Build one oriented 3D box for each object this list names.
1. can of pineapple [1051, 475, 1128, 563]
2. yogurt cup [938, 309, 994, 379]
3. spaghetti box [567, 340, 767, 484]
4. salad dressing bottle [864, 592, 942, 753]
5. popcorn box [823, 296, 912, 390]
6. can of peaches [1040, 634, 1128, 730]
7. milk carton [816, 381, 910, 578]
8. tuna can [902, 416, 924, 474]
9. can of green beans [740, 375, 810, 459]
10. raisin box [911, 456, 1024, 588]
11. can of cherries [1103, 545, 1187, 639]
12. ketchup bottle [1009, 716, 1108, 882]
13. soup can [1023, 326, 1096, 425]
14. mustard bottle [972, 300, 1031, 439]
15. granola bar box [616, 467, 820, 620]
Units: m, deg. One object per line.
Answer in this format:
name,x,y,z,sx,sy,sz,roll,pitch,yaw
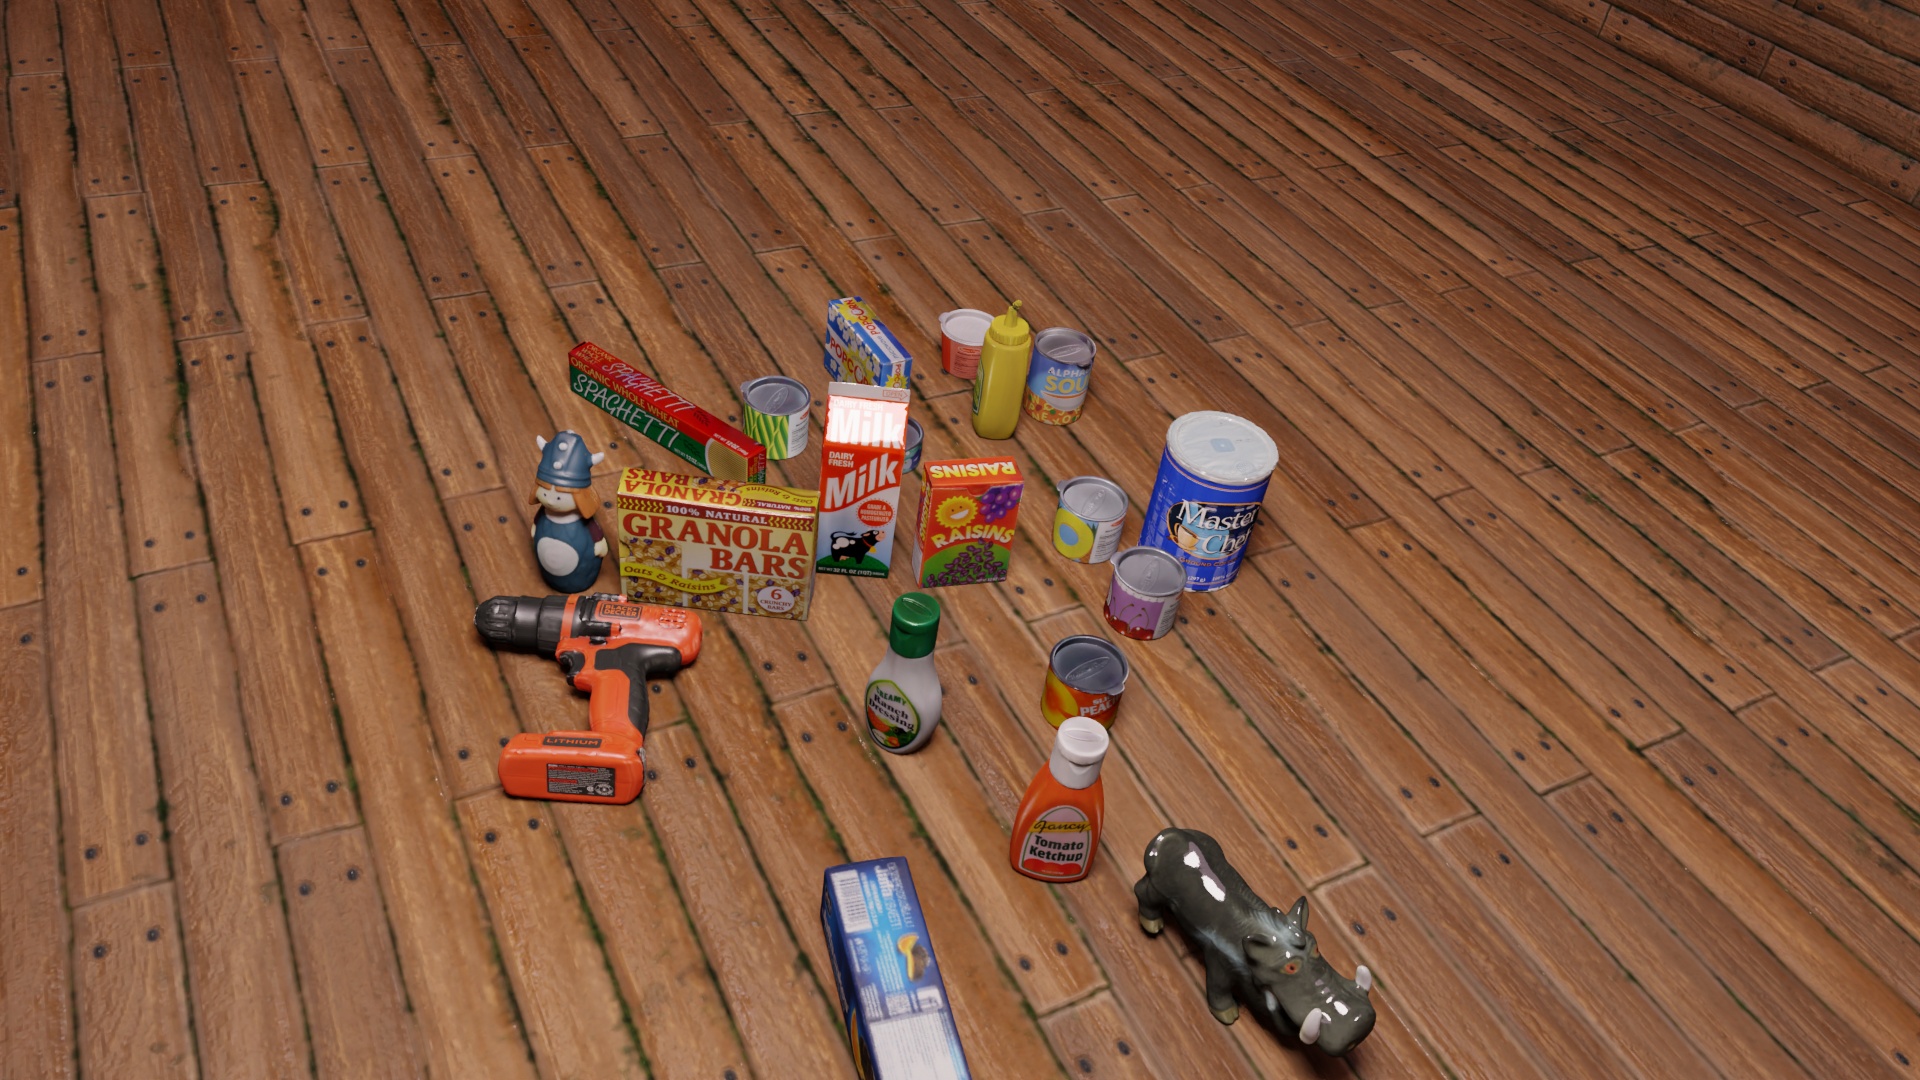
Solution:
can of pineapple,0.122,-0.021,1.329,0.071,0.057,0.071,5,41,-5
yogurt cup,0.010,-0.215,1.531,0.072,0.053,0.073,5,41,-5
spaghetti box,-0.293,-0.123,1.374,0.250,0.049,0.029,30,45,22
salad dressing bottle,-0.042,0.104,1.089,0.064,0.146,0.044,29,45,21
popcorn box,-0.098,-0.187,1.456,0.038,0.084,0.127,-16,47,-26
can of peaches,0.104,0.123,1.162,0.071,0.057,0.071,5,41,-5
milk carton,-0.089,-0.061,1.235,0.072,0.189,0.074,5,41,-5
tuna can,-0.072,-0.096,1.398,0.071,0.032,0.071,5,41,-5
can of green beans,-0.184,-0.123,1.388,0.071,0.057,0.071,5,41,-5
raisin box,0.004,-0.016,1.252,0.086,0.122,0.040,-4,43,-14
can of cherries,0.165,0.047,1.260,0.071,0.058,0.072,5,41,-5
ketchup bottle,0.076,0.189,1.014,0.065,0.148,0.044,8,41,-2
soup can,0.106,-0.173,1.479,0.071,0.083,0.072,5,41,-5
mustard bottle,0.043,-0.179,1.417,0.049,0.159,0.065,2,41,-8
granola bar box,-0.207,0.005,1.189,0.166,0.123,0.039,7,41,-3
